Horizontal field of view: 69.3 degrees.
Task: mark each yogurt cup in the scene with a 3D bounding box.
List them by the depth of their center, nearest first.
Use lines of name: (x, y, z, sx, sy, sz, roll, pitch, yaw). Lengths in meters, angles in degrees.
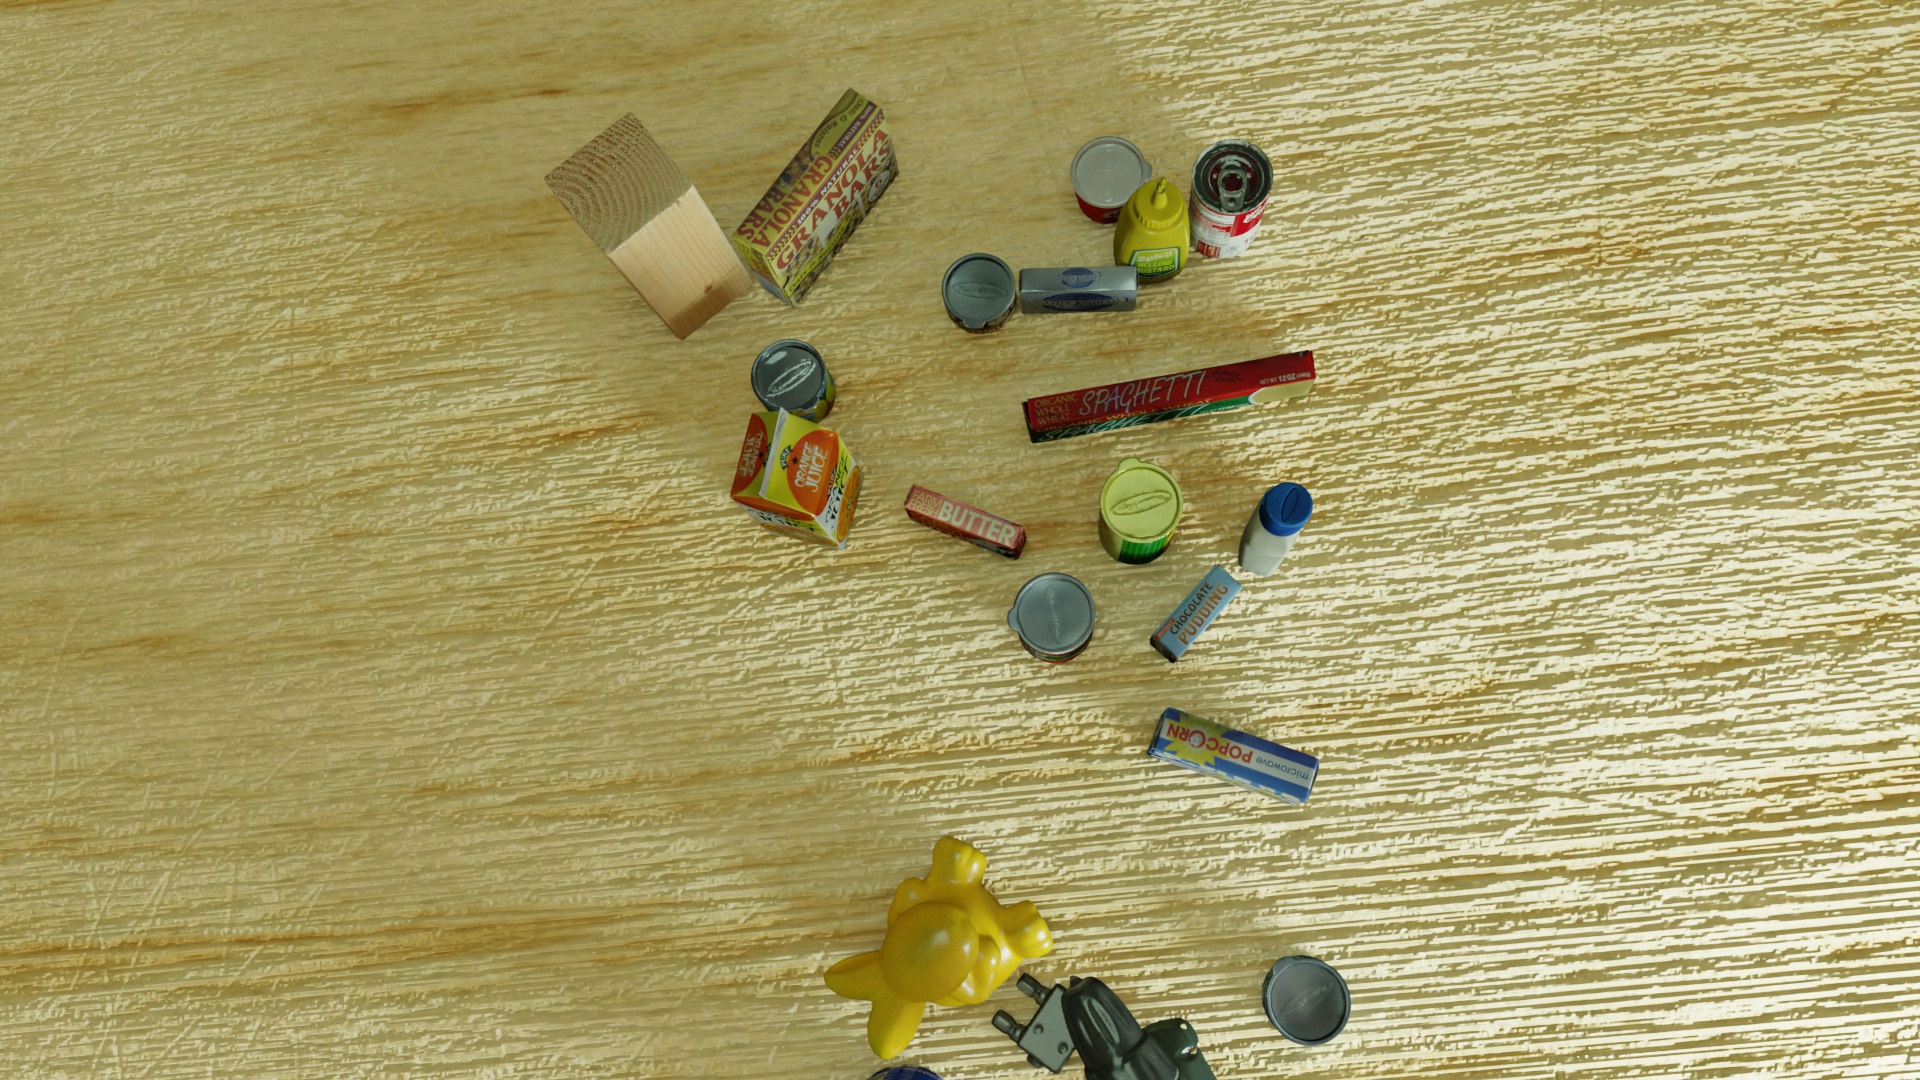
yogurt cup: (0.132, -0.319, 1.243, 0.072, 0.054, 0.072, -1, 78, 4)

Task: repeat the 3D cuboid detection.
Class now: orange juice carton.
orange juice carton: (-0.135, -0.049, 1.137, 0.073, 0.192, 0.072, 13, 80, 7)

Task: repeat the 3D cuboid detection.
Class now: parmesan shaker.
parmesan shaker: (0.148, -0.023, 1.155, 0.071, 0.103, 0.071, -1, 79, 5)

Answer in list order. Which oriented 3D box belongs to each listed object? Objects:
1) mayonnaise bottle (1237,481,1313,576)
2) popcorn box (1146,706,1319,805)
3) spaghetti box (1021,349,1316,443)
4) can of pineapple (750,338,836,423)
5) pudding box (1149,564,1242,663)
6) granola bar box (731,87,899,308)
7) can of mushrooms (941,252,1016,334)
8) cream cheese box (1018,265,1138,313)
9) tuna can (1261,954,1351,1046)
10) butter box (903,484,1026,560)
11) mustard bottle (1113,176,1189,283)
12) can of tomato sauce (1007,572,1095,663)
mayonnaise bottle: (0.255, -0.013, 1.121, 0.041, 0.148, 0.065, 22, 81, 9)
popcorn box: (0.217, 0.174, 1.117, 0.127, 0.085, 0.038, 18, 81, 8)
spaghetti box: (0.178, -0.124, 1.200, 0.250, 0.050, 0.029, -10, 78, 2)
can of pineapple: (-0.146, -0.135, 1.225, 0.071, 0.057, 0.071, -1, 78, 4)
pudding box: (0.196, 0.062, 1.160, 0.030, 0.049, 0.084, 42, 84, 11)
granola bar box: (-0.123, -0.298, 1.223, 0.039, 0.124, 0.166, 35, 83, 10)
can of mushrooms: (0.017, -0.218, 1.242, 0.071, 0.033, 0.071, -1, 78, 4)
cream cheese box: (0.104, -0.221, 1.225, 0.104, 0.053, 0.024, -1, 79, 5)
tuna can: (0.271, 0.361, 1.100, 0.071, 0.032, 0.071, -1, 78, 4)
butter box: (0.004, -0.015, 1.190, 0.103, 0.053, 0.024, 21, 81, 9)
mustard bottle: (0.163, -0.266, 1.175, 0.065, 0.160, 0.049, -5, 78, 4)
can of tomato sauce: (0.076, 0.067, 1.152, 0.071, 0.083, 0.071, -1, 79, 5)
